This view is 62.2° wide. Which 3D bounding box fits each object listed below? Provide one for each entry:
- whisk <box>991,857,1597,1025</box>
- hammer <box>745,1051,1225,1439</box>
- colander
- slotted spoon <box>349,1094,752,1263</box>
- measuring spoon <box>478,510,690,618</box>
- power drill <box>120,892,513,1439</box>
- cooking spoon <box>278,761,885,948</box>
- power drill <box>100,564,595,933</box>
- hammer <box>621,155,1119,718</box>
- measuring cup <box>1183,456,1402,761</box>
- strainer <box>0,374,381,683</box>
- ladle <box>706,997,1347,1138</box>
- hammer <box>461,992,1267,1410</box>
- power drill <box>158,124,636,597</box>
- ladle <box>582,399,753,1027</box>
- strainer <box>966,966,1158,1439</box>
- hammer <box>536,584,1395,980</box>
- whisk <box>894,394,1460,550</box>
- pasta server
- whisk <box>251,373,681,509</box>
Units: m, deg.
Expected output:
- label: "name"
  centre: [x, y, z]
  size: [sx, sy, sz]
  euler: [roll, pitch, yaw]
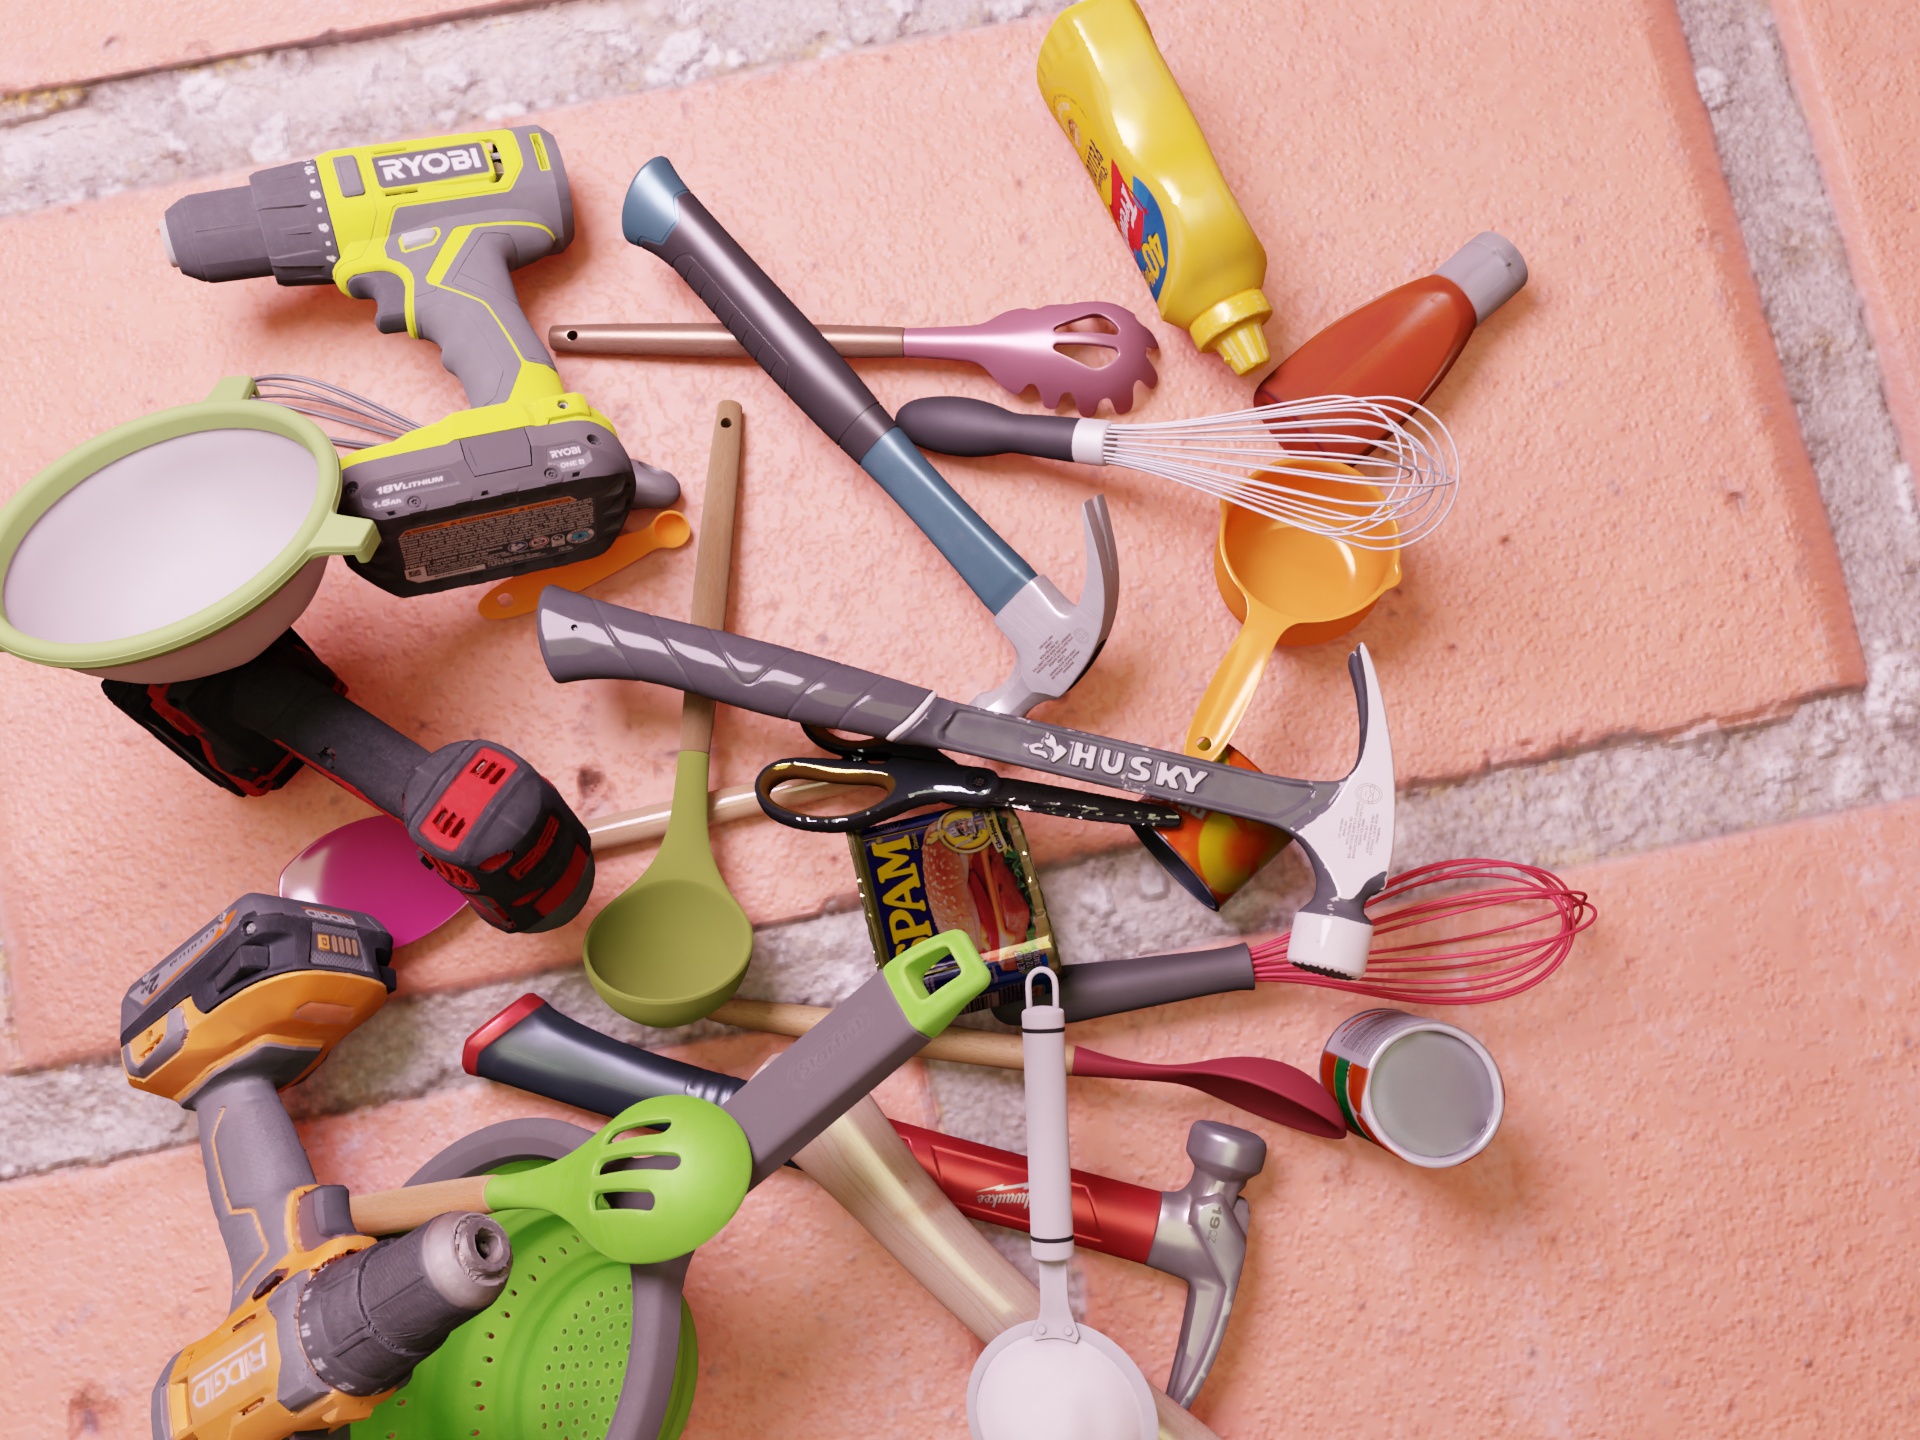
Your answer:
- label: "whisk"
  centre: [0.160, 0.117, 0.775]
  size: [0.296, 0.073, 0.073]
  euler: [-10, 84, 3]
- label: "hammer"
  centre: [0.051, 0.308, 0.728]
  size: [0.410, 0.038, 0.146]
  euler: [41, 89, 3]
- label: "colander"
  centre: [-0.125, 0.238, 0.701]
  size: [0.397, 0.094, 0.205]
  euler: [-41, 48, 8]
- label: "slotted spoon"
  centre: [-0.224, 0.214, 0.703]
  size: [0.314, 0.031, 0.070]
  euler: [-17, 50, 28]
- label: "measuring spoon"
  centre: [-0.193, -0.080, 0.817]
  size: [0.117, 0.011, 0.021]
  euler: [-24, 116, -1]
- label: "power drill"
  centre: [-0.281, 0.188, 0.689]
  size: [0.185, 0.084, 0.226]
  euler: [-34, 58, 21]
- label: "cooking spoon"
  centre: [-0.183, 0.058, 0.797]
  size: [0.319, 0.017, 0.069]
  euler: [-13, 76, -1]
- label: "power drill"
  centre: [-0.267, 0.026, 0.734]
  size: [0.220, 0.143, 0.078]
  euler: [27, 70, 15]
- label: "hammer"
  centre: [-0.050, -0.144, 0.783]
  size: [0.331, 0.033, 0.128]
  euler: [48, 115, 3]
- label: "measuring cup"
  centre: [0.150, -0.045, 0.784]
  size: [0.095, 0.052, 0.174]
  euler: [27, 77, 10]
- label: "strainer"
  centre: [-0.361, -0.032, 0.647]
  size: [0.256, 0.069, 0.152]
  euler: [-36, 54, -18]
- label: "ladle"
  centre: [0.029, 0.163, 0.774]
  size: [0.315, 0.069, 0.031]
  euler: [7, 67, 6]
- label: "hammer"
  centre: [-0.056, 0.222, 0.770]
  size: [0.386, 0.038, 0.143]
  euler: [15, 85, 1]
- label: "power drill"
  centre: [-0.264, -0.180, 0.761]
  size: [0.190, 0.080, 0.229]
  euler: [-15, 70, -17]
- label: "ladle"
  centre: [-0.128, -0.013, 0.774]
  size: [0.078, 0.062, 0.320]
  euler: [4, 76, -1]
- label: "strainer"
  centre: [0.039, 0.238, 0.695]
  size: [0.087, 0.050, 0.258]
  euler: [-4, 84, 17]
- label: "hammer"
  centre: [-0.001, -0.002, 0.733]
  size: [0.409, 0.036, 0.149]
  euler: [14, 80, 5]
- label: "whisk"
  centre: [0.095, -0.130, 0.767]
  size: [0.285, 0.070, 0.070]
  euler: [11, 83, 24]
- label: "pasta server"
  centre: [-0.055, -0.193, 0.825]
  size: [0.316, 0.040, 0.060]
  euler: [2, 84, 4]
- label: "whisk"
  centre: [-0.261, -0.136, 0.806]
  size: [0.239, 0.055, 0.055]
  euler: [9, 84, -3]
